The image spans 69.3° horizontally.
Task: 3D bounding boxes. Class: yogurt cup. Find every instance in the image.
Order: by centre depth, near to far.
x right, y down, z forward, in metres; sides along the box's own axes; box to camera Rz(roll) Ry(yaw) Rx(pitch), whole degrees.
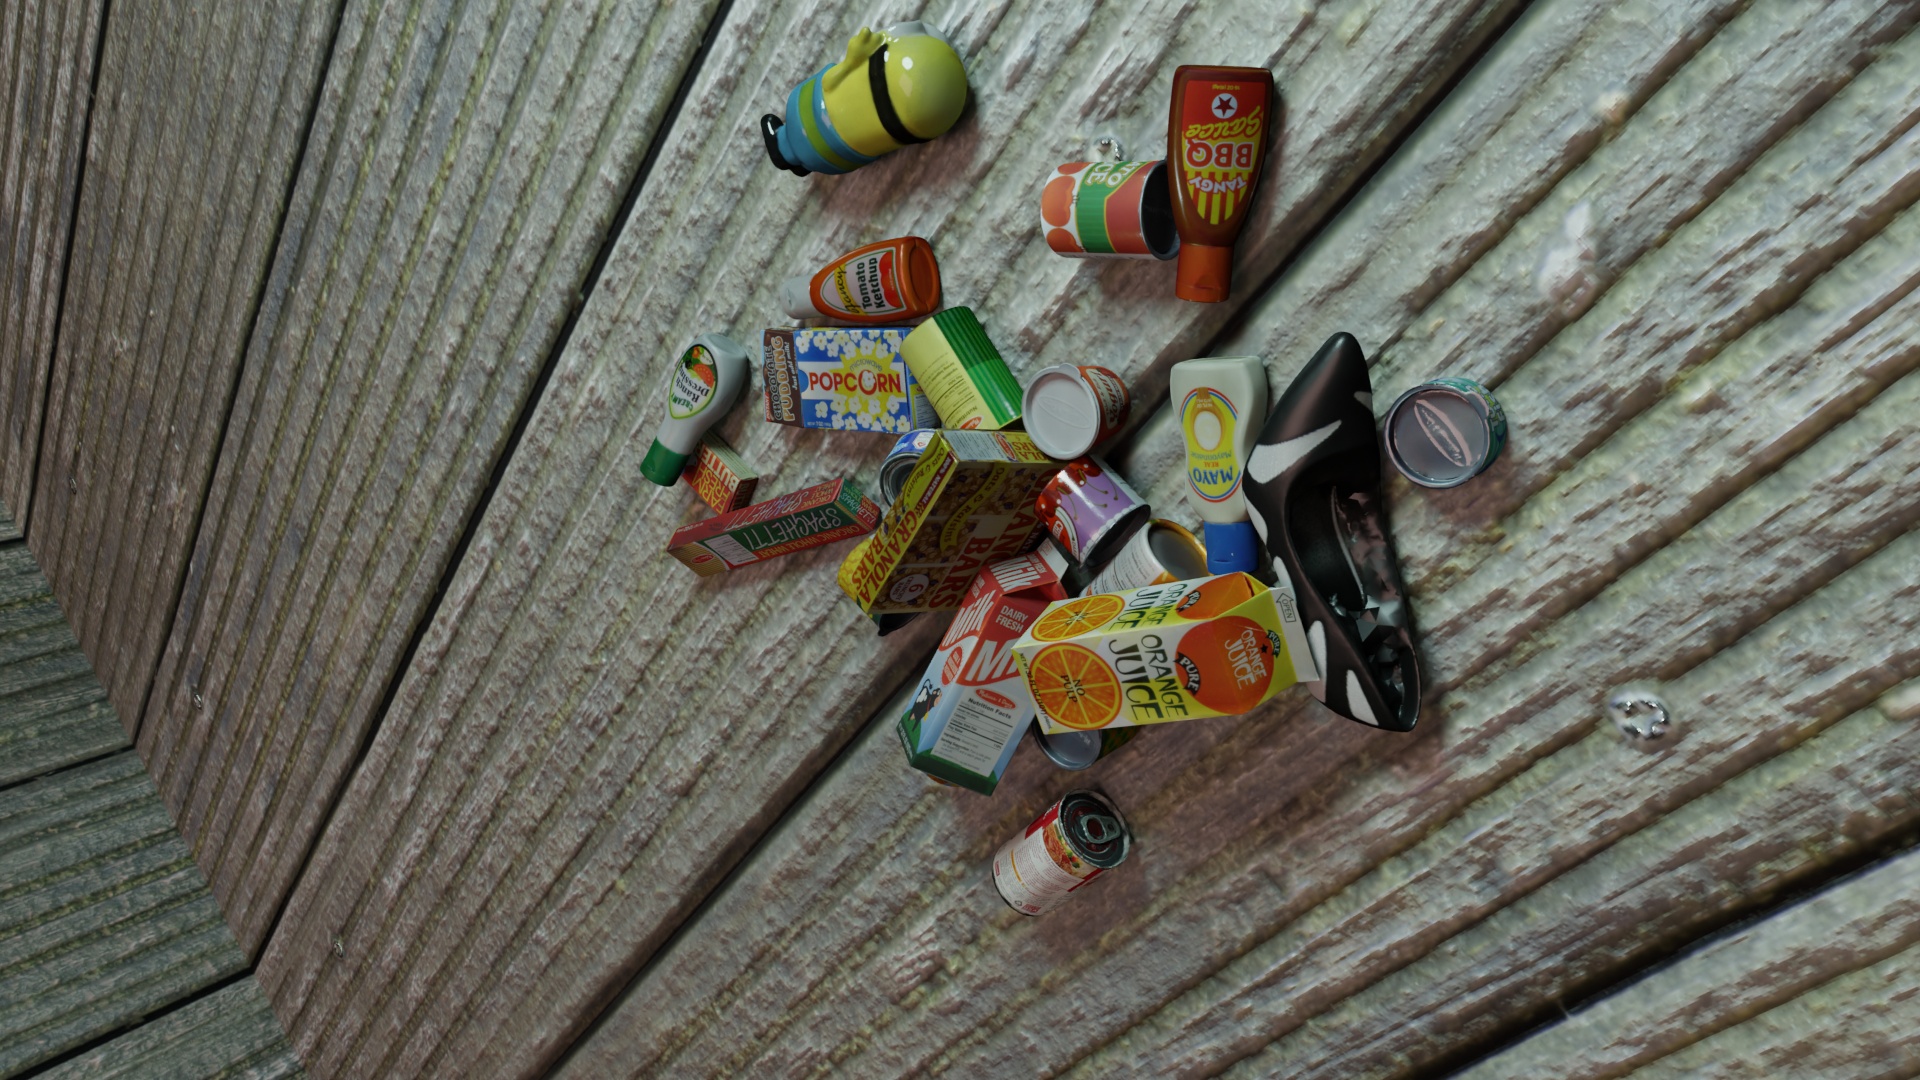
[{"bbox_3d":[0.087,-0.097,1.014,0.072,0.054,0.072,14,112,37],"label":"yogurt cup"}]

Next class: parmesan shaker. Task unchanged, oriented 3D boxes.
[{"bbox_3d":[0.008,-0.122,1.066,0.071,0.071,0.103,-41,76,40],"label":"parmesan shaker"}]

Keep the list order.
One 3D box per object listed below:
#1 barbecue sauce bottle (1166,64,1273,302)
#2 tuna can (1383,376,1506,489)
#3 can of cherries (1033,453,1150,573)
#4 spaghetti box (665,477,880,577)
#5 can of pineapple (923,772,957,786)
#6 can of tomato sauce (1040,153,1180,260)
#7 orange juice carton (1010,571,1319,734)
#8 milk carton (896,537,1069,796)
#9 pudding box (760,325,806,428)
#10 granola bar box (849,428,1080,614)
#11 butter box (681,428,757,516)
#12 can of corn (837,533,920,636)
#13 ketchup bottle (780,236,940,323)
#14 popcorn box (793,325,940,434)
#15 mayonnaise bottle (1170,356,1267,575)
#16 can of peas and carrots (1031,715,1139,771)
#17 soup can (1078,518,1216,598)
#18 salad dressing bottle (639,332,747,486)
[{"bbox_3d":[0.165,-0.232,0.906,0.065,0.044,0.148,3,112,1],"label":"barbecue sauce bottle"},{"bbox_3d":[0.300,-0.068,0.855,0.071,0.033,0.070,14,112,37],"label":"tuna can"},{"bbox_3d":[0.094,-0.020,1.020,0.058,0.072,0.071,47,128,19],"label":"can of cherries"},{"bbox_3d":[-0.175,-0.009,1.266,0.249,0.029,0.050,-14,136,42],"label":"spaghetti box"},{"bbox_3d":[0.000,0.165,1.160,0.071,0.071,0.057,48,129,19],"label":"can of pineapple"},{"bbox_3d":[0.106,-0.227,0.949,0.083,0.071,0.071,10,110,39],"label":"can of tomato sauce"},{"bbox_3d":[0.140,0.075,0.933,0.192,0.073,0.071,-11,108,33],"label":"orange juice carton"},{"bbox_3d":[0.029,0.090,1.062,0.190,0.073,0.072,-62,17,10],"label":"milk carton"},{"bbox_3d":[-0.147,-0.144,1.216,0.049,0.030,0.083,14,112,38],"label":"pudding box"},{"bbox_3d":[0.004,-0.013,1.061,0.164,0.124,0.039,-58,48,36],"label":"granola bar box"},{"bbox_3d":[-0.239,-0.071,1.320,0.104,0.024,0.052,44,126,22],"label":"butter box"},{"bbox_3d":[-0.063,0.036,1.173,0.058,0.071,0.070,44,127,23],"label":"can of corn"},{"bbox_3d":[-0.085,-0.207,1.134,0.148,0.044,0.064,-1,103,41],"label":"ketchup bottle"},{"bbox_3d":[-0.078,-0.135,1.154,0.126,0.038,0.085,6,108,39],"label":"popcorn box"},{"bbox_3d":[0.182,-0.051,0.955,0.064,0.041,0.147,2,104,38],"label":"mayonnaise bottle"},{"bbox_3d":[0.098,0.135,1.072,0.071,0.059,0.070,13,111,37],"label":"can of peas and carrots"},{"bbox_3d":[0.137,0.035,1.006,0.071,0.071,0.083,52,129,16],"label":"soup can"},{"bbox_3d":[-0.248,-0.118,1.277,0.064,0.044,0.147,40,111,24],"label":"salad dressing bottle"}]
